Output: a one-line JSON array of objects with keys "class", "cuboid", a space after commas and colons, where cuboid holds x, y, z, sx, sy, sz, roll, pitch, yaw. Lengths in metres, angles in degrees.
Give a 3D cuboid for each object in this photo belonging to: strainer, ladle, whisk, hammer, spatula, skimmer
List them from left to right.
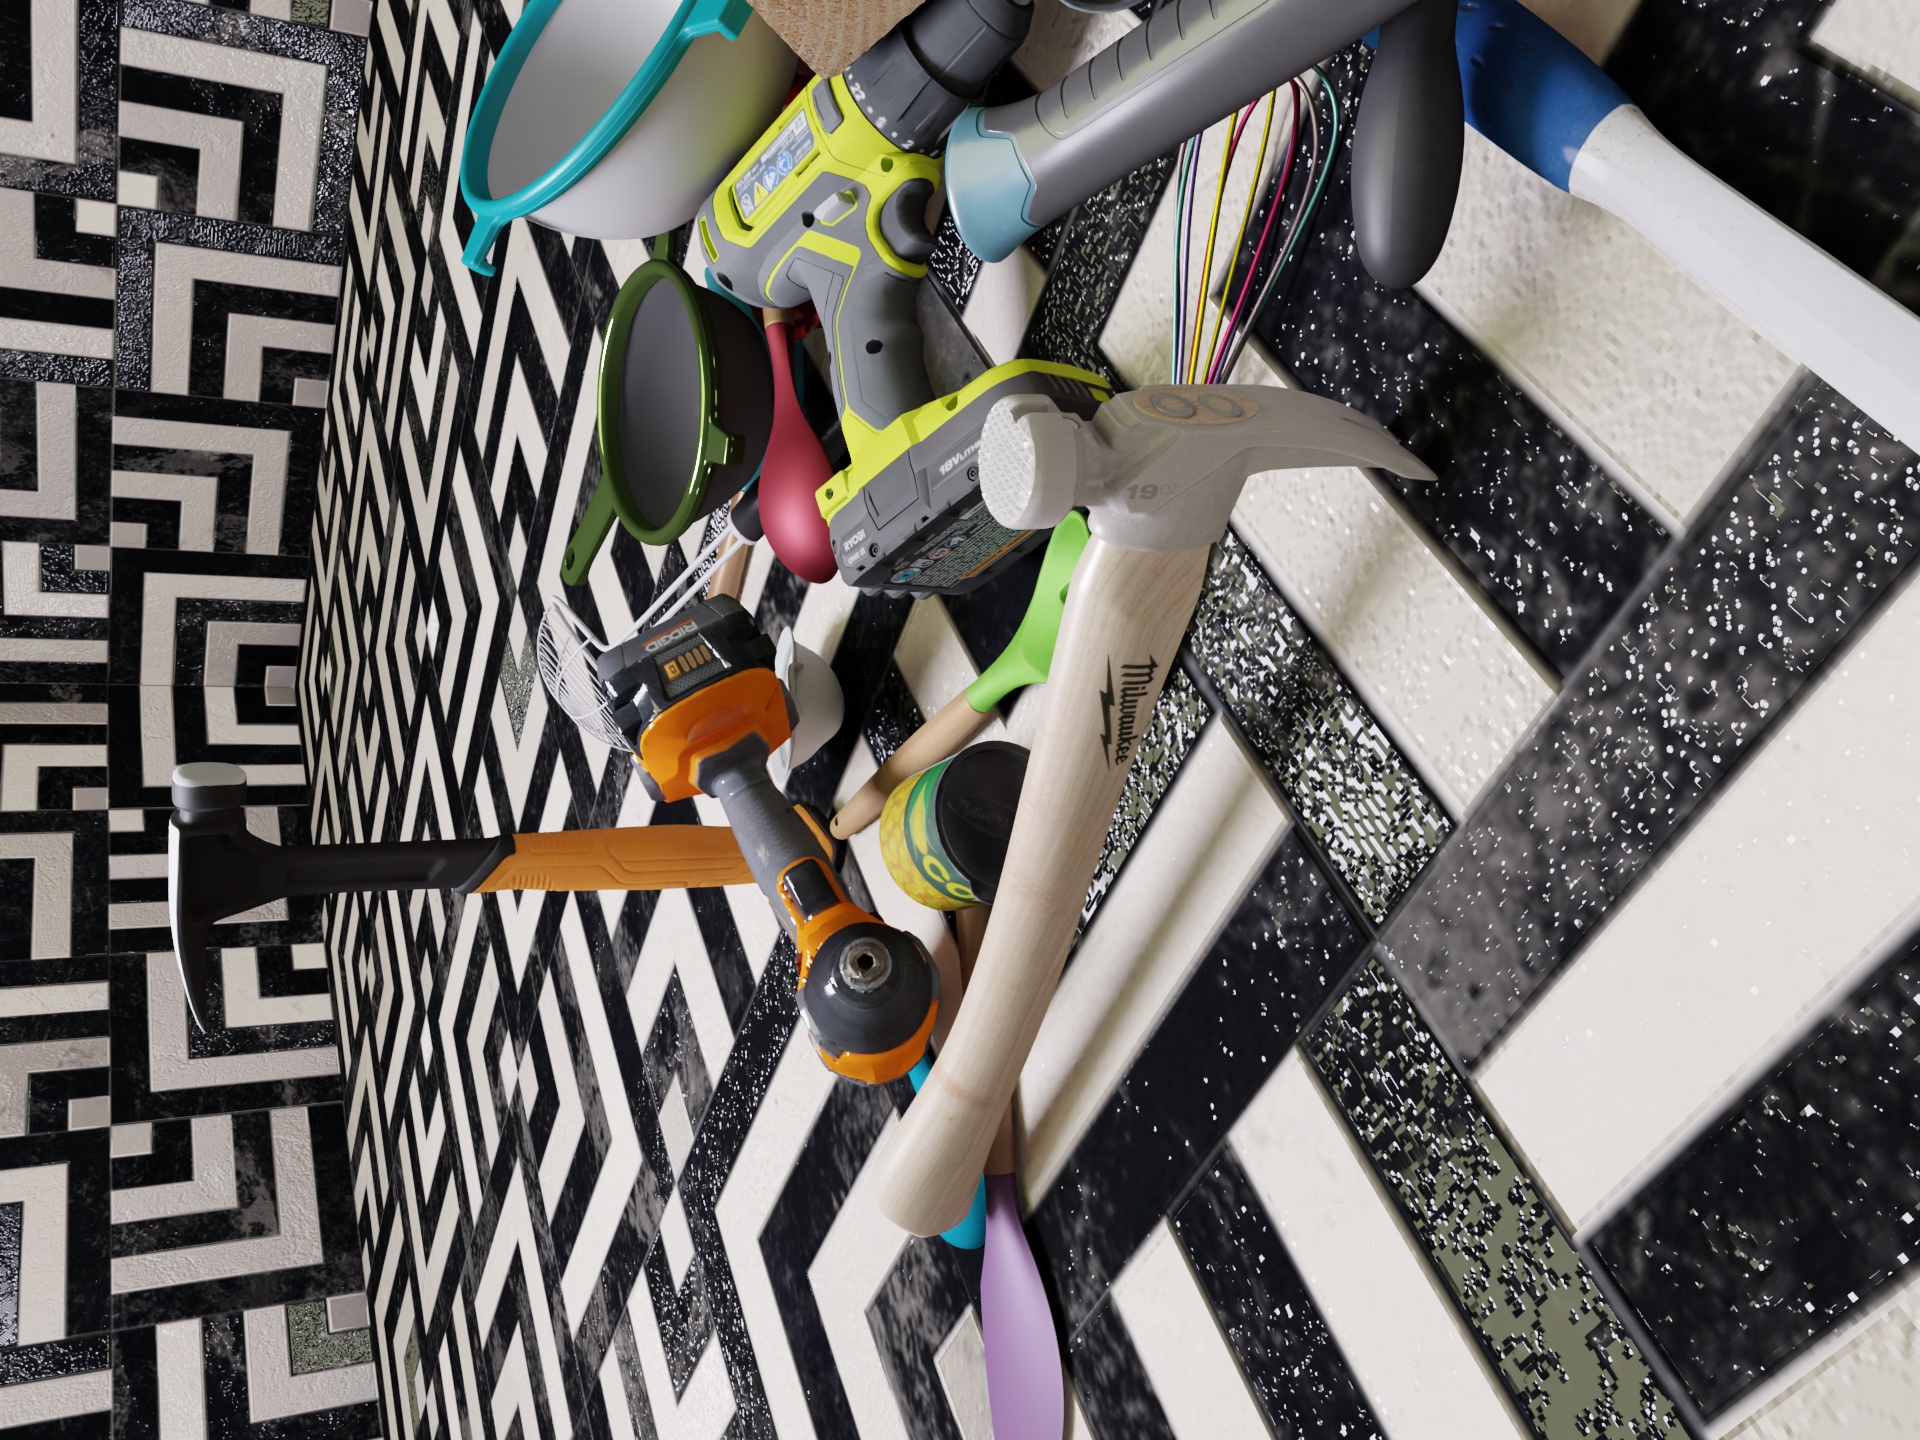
[{"class": "hammer", "cuboid": [-0.222, 0.081, 0.823, 0.034, 0.336, 0.127, 32, 119, 58]}, {"class": "strainer", "cuboid": [-0.148, -0.363, 0.812, 0.211, 0.095, 0.341, -30, 46, 31]}, {"class": "strainer", "cuboid": [-0.164, -0.147, 0.906, 0.256, 0.069, 0.152, -44, 57, 51]}, {"class": "skimmer", "cuboid": [-0.151, -0.094, 0.974, 0.127, 0.090, 0.363, 51, 127, -2]}, {"class": "spatula", "cuboid": [-0.147, -0.122, 0.994, 0.082, 0.044, 0.317, 37, 127, 25]}, {"class": "strainer", "cuboid": [-0.114, 0.007, 0.939, 0.258, 0.050, 0.087, 149, 123, -64]}, {"class": "ladle", "cuboid": [-0.091, -0.221, 0.798, 0.069, 0.031, 0.315, -26, 66, 56]}, {"class": "spatula", "cuboid": [0.016, 0.179, 0.720, 0.060, 0.018, 0.316, -19, 74, 55]}, {"class": "hammer", "cuboid": [0.039, 0.063, 0.595, 0.038, 0.146, 0.410, -119, 33, -43]}, {"class": "whisk", "cuboid": [0.088, -0.121, 0.580, 0.047, 0.051, 0.244, -102, 19, -65]}, {"class": "whisk", "cuboid": [0.127, -0.261, 0.419, 0.070, 0.070, 0.284, 24, 116, 59]}, {"class": "hammer", "cuboid": [0.117, -0.198, 0.383, 0.331, 0.033, 0.128, -17, 101, 44]}, {"class": "hammer", "cuboid": [0.178, -0.149, 0.413, 0.406, 0.035, 0.144, 63, 141, 40]}]

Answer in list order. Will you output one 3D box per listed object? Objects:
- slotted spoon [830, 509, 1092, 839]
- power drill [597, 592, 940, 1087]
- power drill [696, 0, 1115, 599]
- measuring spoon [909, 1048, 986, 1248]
[{"class": "slotted spoon", "cuboid": [-0.001, -0.002, 0.747, 0.313, 0.031, 0.070, 136, 133, -55]}, {"class": "power drill", "cuboid": [-0.083, 0.058, 0.740, 0.227, 0.084, 0.164, 58, 168, 15]}, {"class": "power drill", "cuboid": [-0.016, -0.186, 0.675, 0.190, 0.080, 0.229, -33, 68, 38]}, {"class": "measuring spoon", "cuboid": [-0.018, 0.197, 0.776, 0.042, 0.021, 0.129, -62, 40, 40]}]
